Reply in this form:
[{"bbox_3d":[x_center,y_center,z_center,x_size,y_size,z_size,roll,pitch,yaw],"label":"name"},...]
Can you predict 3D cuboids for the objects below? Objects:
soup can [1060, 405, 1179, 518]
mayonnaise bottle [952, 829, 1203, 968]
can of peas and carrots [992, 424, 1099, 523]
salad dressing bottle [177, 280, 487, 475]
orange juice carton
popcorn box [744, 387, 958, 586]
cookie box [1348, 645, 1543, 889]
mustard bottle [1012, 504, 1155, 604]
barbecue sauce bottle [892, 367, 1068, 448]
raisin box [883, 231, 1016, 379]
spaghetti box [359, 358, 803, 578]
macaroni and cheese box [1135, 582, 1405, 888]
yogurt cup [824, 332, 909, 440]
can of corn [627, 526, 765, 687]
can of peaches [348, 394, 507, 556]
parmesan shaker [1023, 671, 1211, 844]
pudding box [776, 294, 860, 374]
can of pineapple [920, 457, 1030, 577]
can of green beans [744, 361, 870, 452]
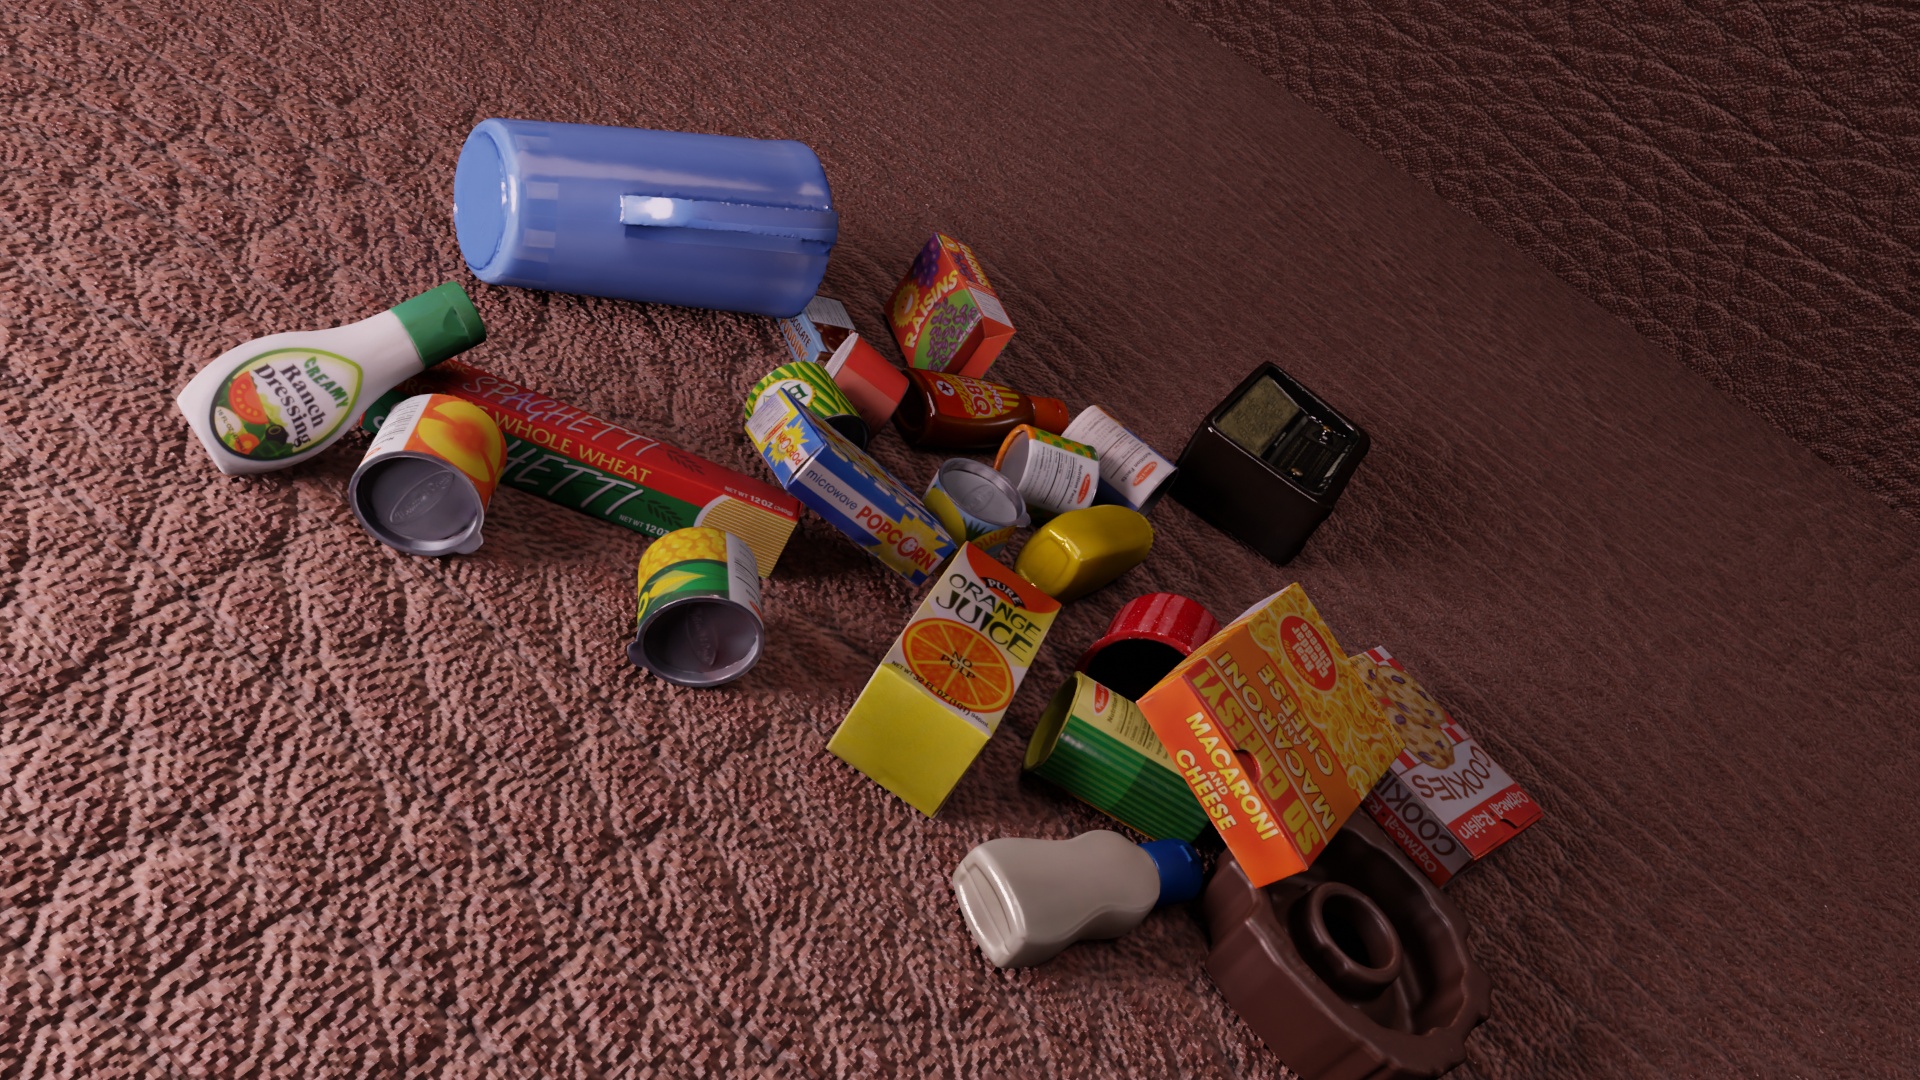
[{"bbox_3d":[0.118,-0.055,1.089,0.084,0.071,0.071,40,33,13],"label":"soup can"},{"bbox_3d":[0.069,0.186,0.744,0.148,0.041,0.065,2,44,-40],"label":"mayonnaise bottle"},{"bbox_3d":[0.061,-0.047,1.030,0.059,0.070,0.071,17,35,-22],"label":"can of peas and carrots"},{"bbox_3d":[-0.321,-0.088,0.718,0.148,0.064,0.044,-33,27,-24],"label":"salad dressing bottle"},{"bbox_3d":[0.001,0.067,0.816,0.072,0.072,0.194,33,32,1],"label":"orange juice carton"},{"bbox_3d":[-0.068,-0.033,0.864,0.126,0.038,0.085,38,6,-38],"label":"popcorn box"},{"bbox_3d":[0.322,0.157,0.996,0.123,0.040,0.168,-9,51,-46],"label":"cookie box"},{"bbox_3d":[0.099,0.004,0.997,0.049,0.065,0.161,49,30,16],"label":"mustard bottle"},{"bbox_3d":[0.018,-0.099,1.081,0.149,0.043,0.065,2,46,-39],"label":"barbecue sauce bottle"},{"bbox_3d":[-0.012,-0.179,1.123,0.040,0.085,0.124,15,36,-35],"label":"raisin box"},{"bbox_3d":[-0.216,-0.045,0.805,0.250,0.050,0.029,22,32,-16],"label":"spaghetti box"},{"bbox_3d":[0.186,0.107,0.811,0.167,0.040,0.124,-26,82,-52],"label":"macaroni and cheese box"},{"bbox_3d":[-0.073,-0.107,0.998,0.054,0.072,0.073,34,31,-13],"label":"yogurt cup"},{"bbox_3d":[-0.143,0.036,0.746,0.071,0.070,0.058,16,35,-24],"label":"can of corn"},{"bbox_3d":[-0.275,-0.033,0.727,0.071,0.071,0.058,21,33,-18],"label":"can of peaches"},{"bbox_3d":[0.097,0.132,0.816,0.103,0.071,0.072,30,32,-5],"label":"parmesan shaker"},{"bbox_3d":[-0.105,-0.155,1.064,0.050,0.030,0.084,7,40,-36],"label":"pudding box"},{"bbox_3d":[0.003,-0.012,0.938,0.071,0.057,0.071,22,34,-16],"label":"can of pineapple"},{"bbox_3d":[-0.103,-0.077,0.928,0.071,0.071,0.058,-4,46,-43],"label":"can of green beans"}]
